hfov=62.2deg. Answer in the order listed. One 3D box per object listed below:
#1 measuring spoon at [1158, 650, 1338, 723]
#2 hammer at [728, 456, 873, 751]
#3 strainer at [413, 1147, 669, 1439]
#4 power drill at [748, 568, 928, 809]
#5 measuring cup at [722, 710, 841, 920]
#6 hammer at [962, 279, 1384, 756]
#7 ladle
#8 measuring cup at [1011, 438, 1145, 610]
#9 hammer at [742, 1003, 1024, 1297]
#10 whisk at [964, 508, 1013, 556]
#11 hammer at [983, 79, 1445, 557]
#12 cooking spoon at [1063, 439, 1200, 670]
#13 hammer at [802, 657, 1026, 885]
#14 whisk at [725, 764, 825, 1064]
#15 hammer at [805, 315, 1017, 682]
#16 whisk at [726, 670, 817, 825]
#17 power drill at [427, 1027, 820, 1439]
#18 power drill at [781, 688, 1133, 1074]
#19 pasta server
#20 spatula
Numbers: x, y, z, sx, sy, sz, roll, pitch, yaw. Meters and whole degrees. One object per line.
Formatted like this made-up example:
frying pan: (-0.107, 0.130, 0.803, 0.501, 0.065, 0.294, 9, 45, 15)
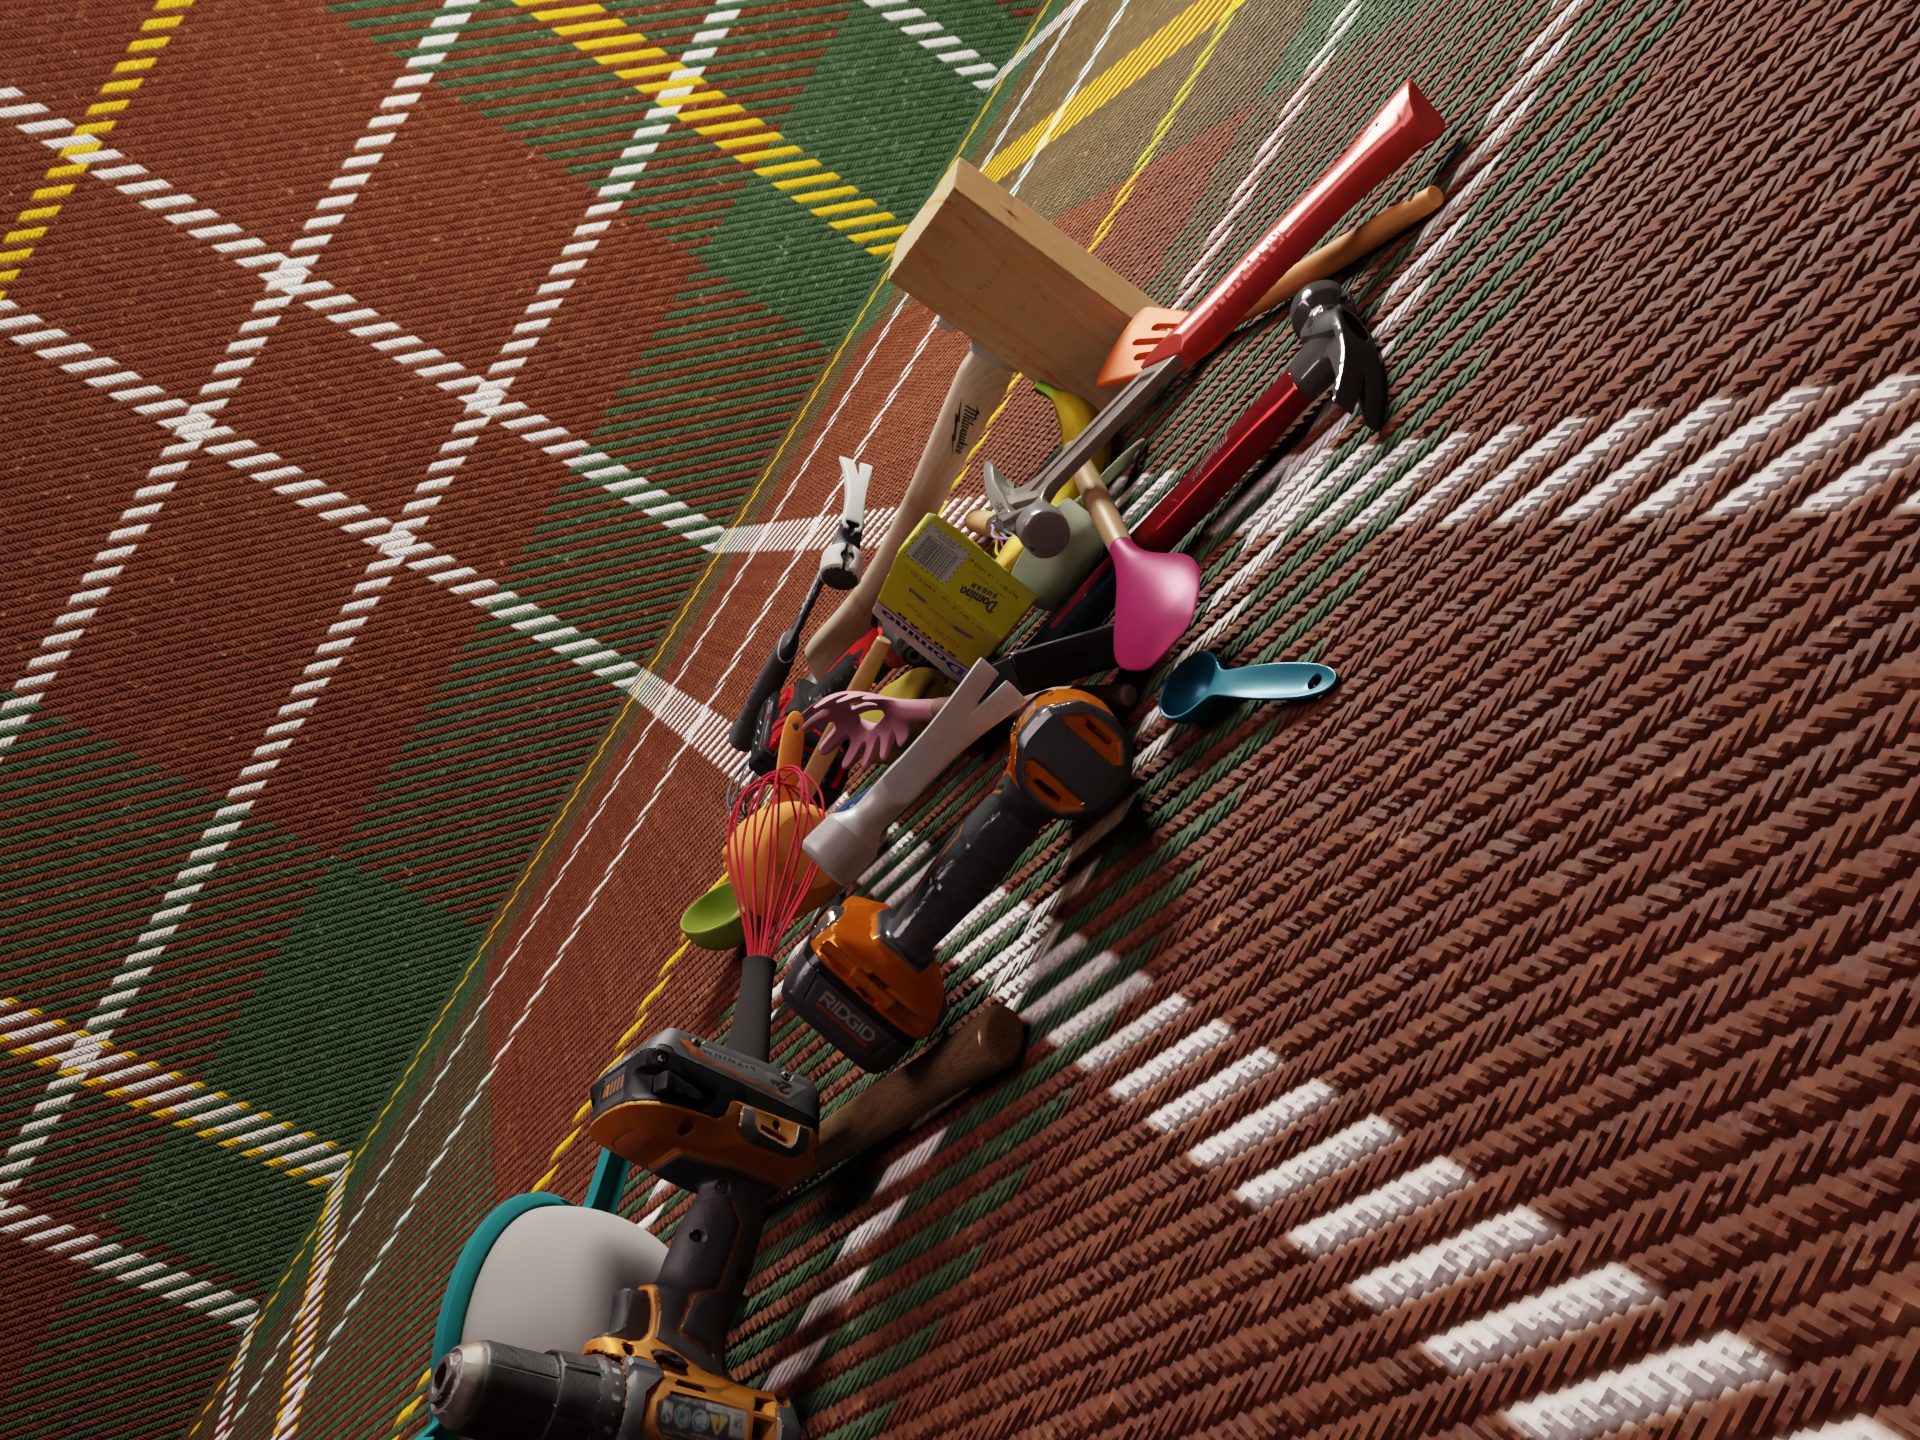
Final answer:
measuring spoon: (0.148, -0.014, 0.798, 0.129, 0.021, 0.042, 0, 59, 59)
hammer: (-0.159, -0.086, 1.513, 0.408, 0.036, 0.149, 125, 156, -53)
strainer: (-0.189, 0.325, 0.926, 0.095, 0.210, 0.341, -11, 35, 14)
power drill: (-0.086, -0.034, 1.363, 0.219, 0.078, 0.143, -48, 21, 23)
measuring cup: (-0.126, 0.067, 1.234, 0.052, 0.095, 0.174, -25, 54, 50)
hammer: (0.110, -0.094, 0.986, 0.386, 0.038, 0.143, -47, 22, 32)
ladle: (-0.144, 0.062, 1.315, 0.320, 0.062, 0.078, -61, 11, 20)
measuring cup: (0.095, -0.140, 1.113, 0.168, 0.038, 0.083, -47, -12, -28)
hammer: (-0.069, 0.243, 0.925, 0.331, 0.031, 0.130, -41, 24, 43)
whisk: (0.031, -0.156, 1.296, 0.047, 0.051, 0.245, -62, 14, 4)
hammer: (0.154, -0.254, 1.003, 0.359, 0.036, 0.149, -45, 23, 13)
cooking spoon: (0.093, -0.115, 0.971, 0.068, 0.017, 0.319, -49, 22, 19)
hammer: (-0.048, 0.048, 1.020, 0.144, 0.035, 0.405, -46, 1, -10)
whisk: (-0.136, 0.150, 1.088, 0.073, 0.073, 0.296, -43, 32, 40)
hammer: (-0.030, -0.185, 1.442, 0.410, 0.146, 0.038, -59, 14, 32)
whisk: (-0.161, 0.004, 1.549, 0.055, 0.055, 0.239, -31, 27, 56)
power drill: (-0.163, 0.278, 0.817, 0.084, 0.185, 0.226, -38, 36, 39)
power drill: (0.006, 0.076, 0.888, 0.226, 0.084, 0.164, -49, 2, 6)
pasta server: (-0.002, -0.003, 1.046, 0.316, 0.060, 0.040, -4, 40, 52)
spatula: (0.200, -0.289, 1.061, 0.081, 0.041, 0.322, -59, 18, -20)
